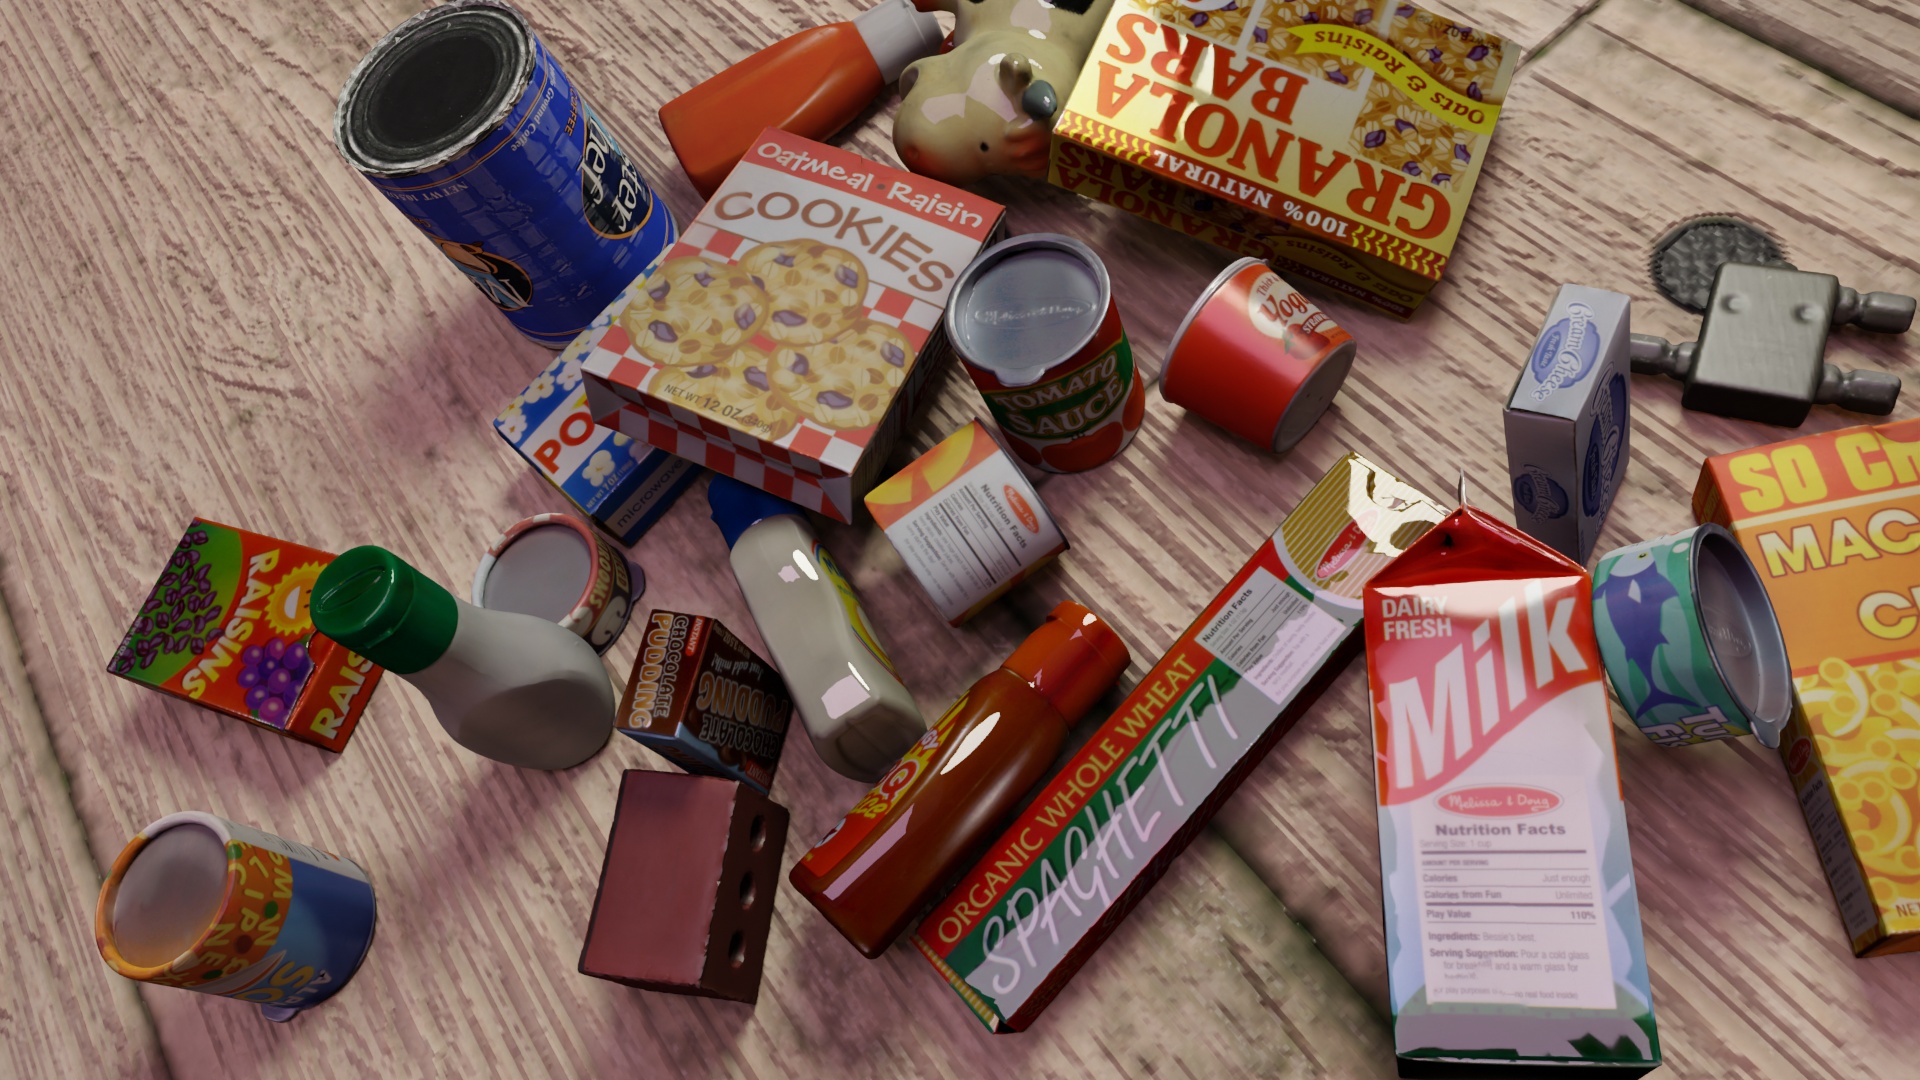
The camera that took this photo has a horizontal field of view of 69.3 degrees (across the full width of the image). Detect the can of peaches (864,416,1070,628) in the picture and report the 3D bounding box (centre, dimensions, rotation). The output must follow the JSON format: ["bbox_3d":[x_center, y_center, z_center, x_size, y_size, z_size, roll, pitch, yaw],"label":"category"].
[{"bbox_3d":[0.002,-0.007,0.563,0.058,0.071,0.071,-36,59,-1],"label":"can of peaches"}]

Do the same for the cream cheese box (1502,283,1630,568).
[{"bbox_3d":[0.213,-0.037,0.484,0.024,0.103,0.053,18,70,33],"label":"cream cheese box"}]

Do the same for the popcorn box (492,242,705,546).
[{"bbox_3d":[-0.147,-0.071,0.659,0.085,0.038,0.127,38,80,30],"label":"popcorn box"}]

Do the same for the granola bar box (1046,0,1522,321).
[{"bbox_3d":[0.135,-0.180,0.587,0.166,0.039,0.124,22,73,4],"label":"granola bar box"}]

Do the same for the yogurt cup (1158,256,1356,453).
[{"bbox_3d":[0.120,-0.071,0.556,0.054,0.072,0.072,38,81,22],"label":"yogurt cup"}]

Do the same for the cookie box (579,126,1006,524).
[{"bbox_3d":[-0.067,-0.101,0.608,0.123,0.040,0.168,21,57,9],"label":"cookie box"}]

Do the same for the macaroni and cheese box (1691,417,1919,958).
[{"bbox_3d":[0.327,0.038,0.444,0.123,0.040,0.167,-11,61,12],"label":"macaroni and cheese box"}]

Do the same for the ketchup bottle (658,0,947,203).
[{"bbox_3d":[-0.080,-0.233,0.716,0.149,0.043,0.065,-29,59,2],"label":"ketchup bottle"}]

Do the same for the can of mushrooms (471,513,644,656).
[{"bbox_3d":[-0.182,0.022,0.627,0.071,0.033,0.071,-8,61,15],"label":"can of mushrooms"}]

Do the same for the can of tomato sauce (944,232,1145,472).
[{"bbox_3d":[0.038,-0.073,0.573,0.071,0.083,0.071,-8,63,15],"label":"can of tomato sauce"}]

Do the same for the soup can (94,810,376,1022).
[{"bbox_3d":[-0.295,0.155,0.568,0.071,0.083,0.071,-8,63,15],"label":"soup can"}]

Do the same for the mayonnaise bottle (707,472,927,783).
[{"bbox_3d":[-0.064,0.027,0.570,0.041,0.064,0.148,-32,55,2],"label":"mayonnaise bottle"}]

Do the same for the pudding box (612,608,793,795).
[{"bbox_3d":[-0.099,0.066,0.547,0.030,0.083,0.050,5,66,21],"label":"pudding box"}]

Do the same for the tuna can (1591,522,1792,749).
[{"bbox_3d":[0.229,0.033,0.433,0.032,0.071,0.071,-23,53,44],"label":"tuna can"}]

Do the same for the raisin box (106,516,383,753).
[{"bbox_3d":[-0.332,0.043,0.664,0.123,0.040,0.086,12,68,23],"label":"raisin box"}]

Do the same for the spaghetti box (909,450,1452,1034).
[{"bbox_3d":[0.084,0.072,0.515,0.250,0.028,0.050,-47,60,-8],"label":"spaghetti box"}]

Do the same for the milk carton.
[{"bbox_3d":[0.174,0.075,0.459,0.073,0.072,0.191,-4,64,17],"label":"milk carton"}]

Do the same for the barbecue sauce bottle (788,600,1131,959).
[{"bbox_3d":[0.003,0.086,0.519,0.043,0.064,0.149,46,75,-3],"label":"barbecue sauce bottle"}]

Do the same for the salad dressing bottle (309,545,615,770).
[{"bbox_3d":[-0.193,0.048,0.550,0.064,0.147,0.044,-31,59,2],"label":"salad dressing bottle"}]
